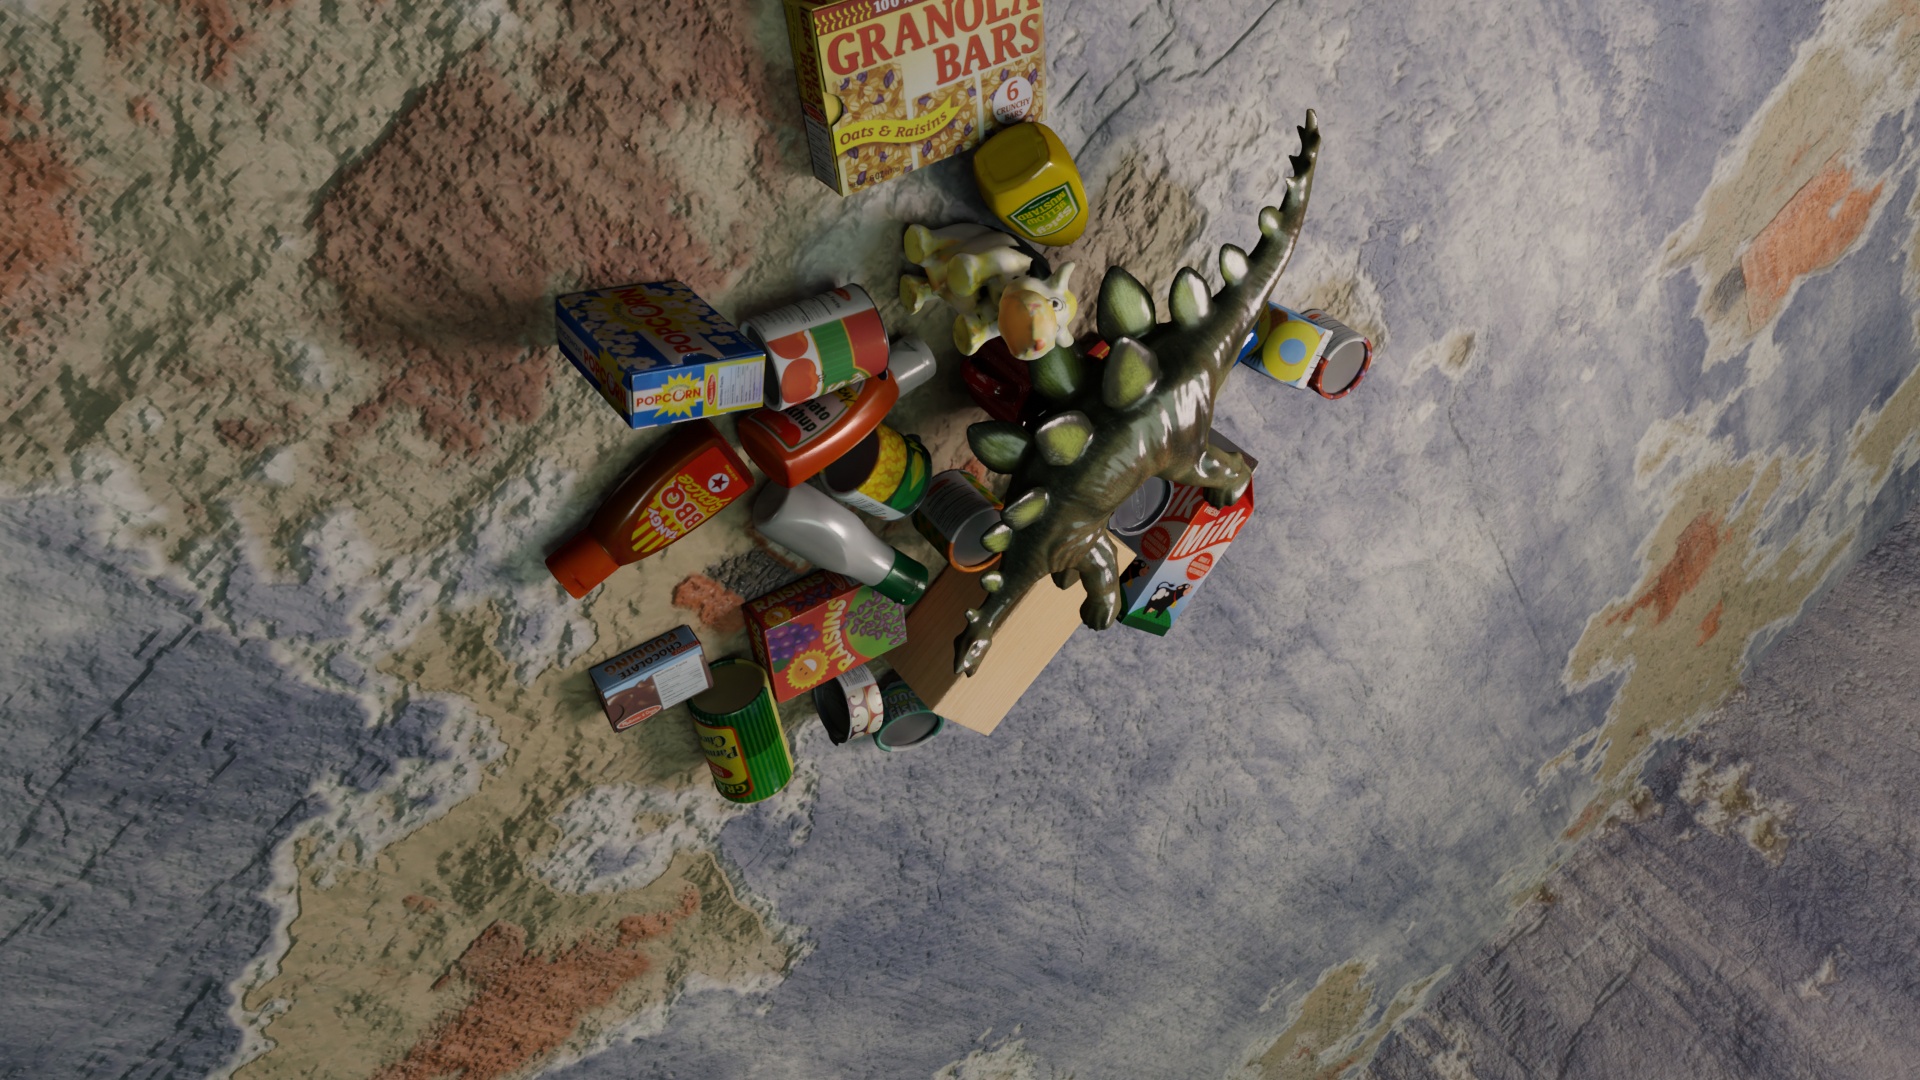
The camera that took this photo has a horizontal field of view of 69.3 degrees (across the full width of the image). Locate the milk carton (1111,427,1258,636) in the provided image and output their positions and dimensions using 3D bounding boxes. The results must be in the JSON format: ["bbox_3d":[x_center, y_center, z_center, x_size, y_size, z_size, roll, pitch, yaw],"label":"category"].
[{"bbox_3d":[0.201,-0.011,1.291,0.073,0.072,0.190,19,109,-46],"label":"milk carton"}]

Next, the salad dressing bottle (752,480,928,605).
[{"bbox_3d":[-0.088,0.003,1.058,0.147,0.064,0.044,33,59,-34],"label":"salad dressing bottle"}]

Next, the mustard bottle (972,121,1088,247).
[{"bbox_3d":[0.060,-0.243,0.989,0.065,0.049,0.160,-27,165,15],"label":"mustard bottle"}]

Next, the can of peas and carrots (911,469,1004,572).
[{"bbox_3d":[0.004,-0.014,1.138,0.071,0.059,0.070,-22,134,-24],"label":"can of peas and carrots"}]

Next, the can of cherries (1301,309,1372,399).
[{"bbox_3d":[0.337,-0.170,1.285,0.072,0.058,0.071,-21,133,-25],"label":"can of cherries"}]

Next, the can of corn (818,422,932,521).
[{"bbox_3d":[-0.064,-0.057,1.044,0.058,0.071,0.071,26,104,-47],"label":"can of corn"}]

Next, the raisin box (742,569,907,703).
[{"bbox_3d":[-0.108,0.068,1.128,0.124,0.040,0.085,-25,135,-23],"label":"raisin box"}]

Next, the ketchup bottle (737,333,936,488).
[{"bbox_3d":[-0.084,-0.098,0.999,0.149,0.065,0.043,-36,146,-24],"label":"ketchup bottle"}]

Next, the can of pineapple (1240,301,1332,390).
[{"bbox_3d":[0.287,-0.174,1.235,0.071,0.071,0.057,8,113,-43],"label":"can of pineapple"}]

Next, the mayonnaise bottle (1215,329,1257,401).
[{"bbox_3d":[0.193,-0.133,1.198,0.148,0.065,0.041,-45,133,-6],"label":"mayonnaise bottle"}]

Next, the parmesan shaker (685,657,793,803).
[{"bbox_3d":[-0.179,0.152,1.117,0.071,0.071,0.102,-27,132,-20],"label":"parmesan shaker"}]

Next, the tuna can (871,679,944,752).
[{"bbox_3d":[-0.050,0.156,1.237,0.071,0.033,0.070,-15,143,-12],"label":"tuna can"}]

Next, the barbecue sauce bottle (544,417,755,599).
[{"bbox_3d":[-0.218,-0.019,0.964,0.149,0.044,0.064,-39,139,-7],"label":"barbecue sauce bottle"}]

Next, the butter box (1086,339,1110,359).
[{"bbox_3d":[0.135,-0.115,1.144,0.053,0.024,0.103,-42,95,-4],"label":"butter box"}]

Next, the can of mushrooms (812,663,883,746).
[{"bbox_3d":[-0.095,0.137,1.172,0.033,0.071,0.070,-16,131,-31],"label":"can of mushrooms"}]

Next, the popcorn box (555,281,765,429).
[{"bbox_3d":[-0.185,-0.116,0.849,0.085,0.127,0.038,-14,126,-31],"label":"popcorn box"}]

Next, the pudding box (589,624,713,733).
[{"bbox_3d":[-0.235,0.105,1.060,0.084,0.030,0.049,-26,137,-20],"label":"pudding box"}]

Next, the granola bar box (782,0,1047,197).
[{"bbox_3d":[-0.023,-0.308,0.894,0.166,0.039,0.123,-27,135,-21],"label":"granola bar box"}]

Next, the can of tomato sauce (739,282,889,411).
[{"bbox_3d":[-0.100,-0.131,0.952,0.083,0.071,0.070,-23,134,-22],"label":"can of tomato sauce"}]

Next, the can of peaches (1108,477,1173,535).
[{"bbox_3d":[0.143,-0.046,1.227,0.071,0.058,0.070,-22,135,-24],"label":"can of peaches"}]
